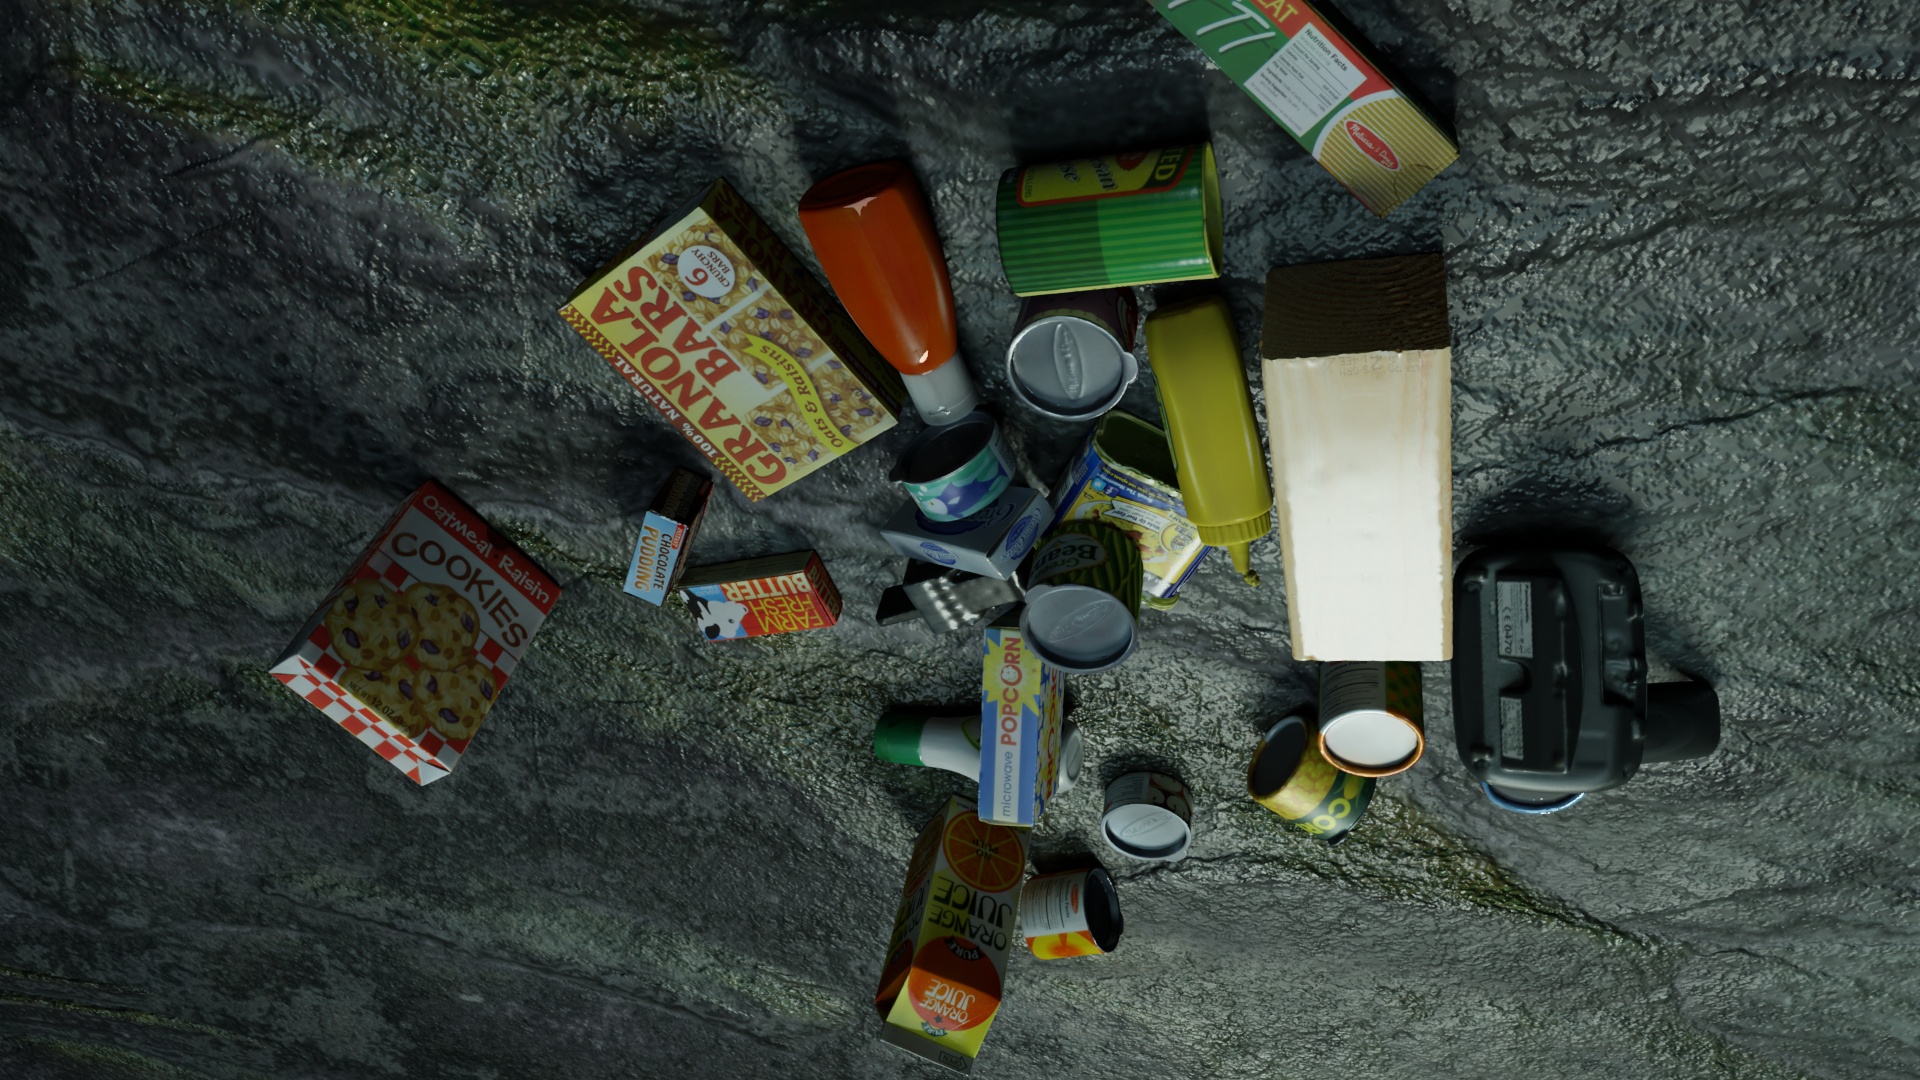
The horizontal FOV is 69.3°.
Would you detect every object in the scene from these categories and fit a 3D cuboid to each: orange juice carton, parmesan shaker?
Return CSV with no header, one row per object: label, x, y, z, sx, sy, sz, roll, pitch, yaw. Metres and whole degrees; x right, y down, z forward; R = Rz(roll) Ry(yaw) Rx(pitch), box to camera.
orange juice carton,-0.007,0.294,1.030,0.072,0.194,0.072,25,133,-9
parmesan shaker,0.074,-0.158,0.691,0.103,0.072,0.071,-3,130,17

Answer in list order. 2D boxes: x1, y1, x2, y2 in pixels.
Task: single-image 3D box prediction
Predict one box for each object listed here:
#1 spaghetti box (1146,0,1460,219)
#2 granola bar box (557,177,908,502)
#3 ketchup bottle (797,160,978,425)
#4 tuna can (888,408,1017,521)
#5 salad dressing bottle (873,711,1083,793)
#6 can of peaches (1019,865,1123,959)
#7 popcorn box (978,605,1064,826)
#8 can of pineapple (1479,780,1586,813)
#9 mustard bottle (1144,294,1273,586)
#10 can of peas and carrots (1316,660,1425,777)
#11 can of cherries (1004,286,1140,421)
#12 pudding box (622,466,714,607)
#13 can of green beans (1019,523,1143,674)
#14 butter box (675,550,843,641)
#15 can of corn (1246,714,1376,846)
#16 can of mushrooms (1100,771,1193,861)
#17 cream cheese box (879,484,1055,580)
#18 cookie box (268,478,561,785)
spaghetti box,0.125,-0.246,0.629,0.250,0.029,0.050,37,130,-18
granola bar box,-0.129,-0.111,0.808,0.124,0.039,0.165,-26,120,31
ketchup bottle,-0.032,-0.131,0.762,0.064,0.044,0.148,-9,128,22
tuna can,-0.004,-0.043,0.815,0.071,0.071,0.032,-16,125,26
salad dressing bottle,0.011,0.146,0.987,0.147,0.064,0.043,2,125,23
can of peaches,0.088,0.294,1.092,0.058,0.071,0.071,-16,125,26
popcorn box,0.041,0.110,0.891,0.038,0.085,0.126,4,97,15
can of pineapple,0.361,0.133,0.883,0.071,0.058,0.070,7,132,8
mustard bottle,0.137,-0.049,0.744,0.049,0.065,0.160,-12,101,13
can of peas and carrots,0.263,0.110,0.888,0.071,0.059,0.070,8,132,9
can of cherries,0.064,-0.107,0.748,0.071,0.059,0.071,7,131,9
pudding box,-0.193,-0.002,0.914,0.030,0.050,0.083,24,132,-5
can of green beans,0.070,0.032,0.790,0.071,0.058,0.071,6,128,8
butter box,-0.138,0.039,0.953,0.103,0.024,0.053,-8,127,21
can of corn,0.234,0.161,0.932,0.058,0.071,0.070,31,131,-13
can of mushrooms,0.139,0.204,1.021,0.071,0.034,0.070,7,131,8
cream cheese box,0.003,-0.010,0.823,0.104,0.053,0.024,12,147,49
cookie box,-0.356,0.058,0.929,0.040,0.168,0.122,-25,121,35
